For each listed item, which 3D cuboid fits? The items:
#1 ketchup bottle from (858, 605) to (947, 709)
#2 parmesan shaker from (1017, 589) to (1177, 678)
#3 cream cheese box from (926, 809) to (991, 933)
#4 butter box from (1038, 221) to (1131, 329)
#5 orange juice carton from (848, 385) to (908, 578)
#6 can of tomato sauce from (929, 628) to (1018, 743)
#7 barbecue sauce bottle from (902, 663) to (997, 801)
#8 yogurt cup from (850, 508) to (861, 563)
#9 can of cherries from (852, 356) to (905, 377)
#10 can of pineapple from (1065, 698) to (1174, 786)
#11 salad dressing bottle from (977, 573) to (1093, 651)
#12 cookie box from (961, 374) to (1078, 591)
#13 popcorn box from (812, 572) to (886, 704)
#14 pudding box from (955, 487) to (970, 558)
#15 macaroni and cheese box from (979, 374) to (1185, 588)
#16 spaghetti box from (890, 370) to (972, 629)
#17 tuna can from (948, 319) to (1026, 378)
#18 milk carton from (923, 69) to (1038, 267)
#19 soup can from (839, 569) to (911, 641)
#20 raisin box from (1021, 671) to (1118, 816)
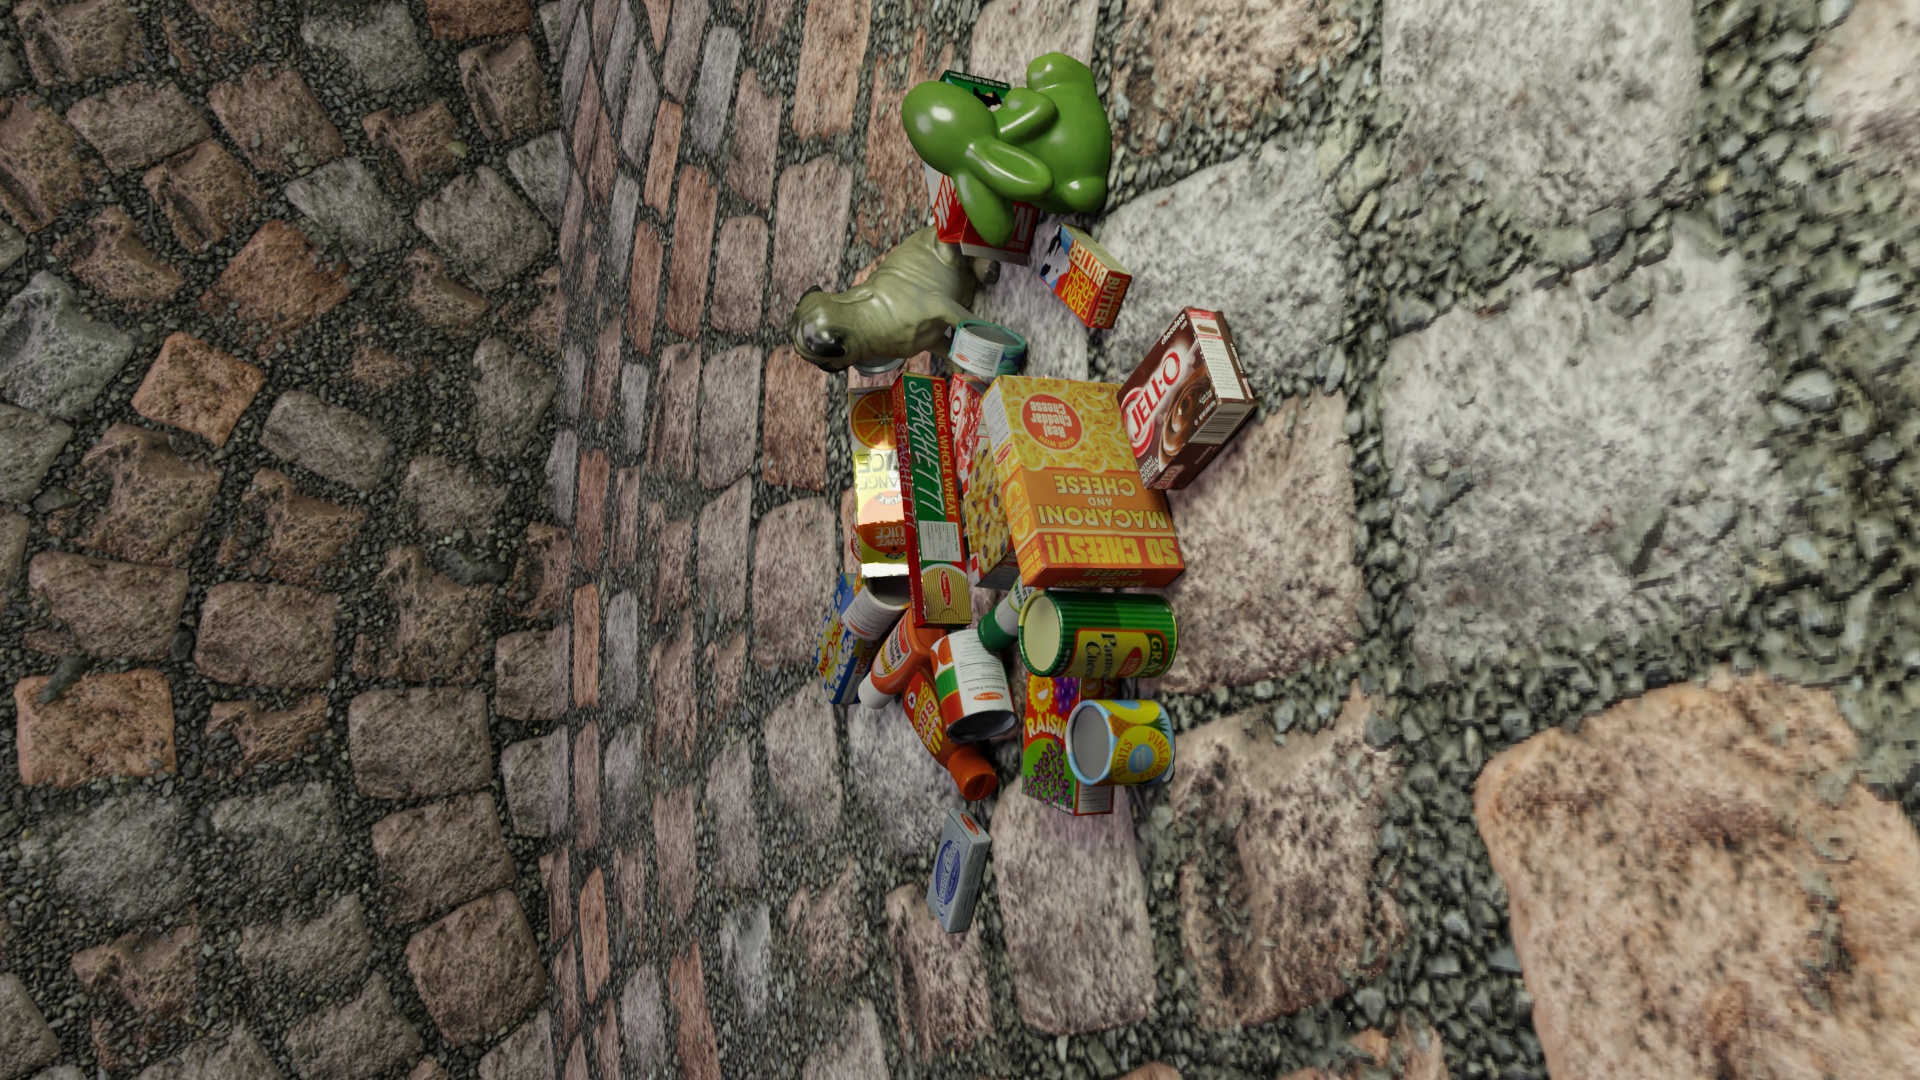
[{"bbox_3d":[-0.062,0.126,1.424,0.148,0.043,0.065,128,146,-48],"label":"ketchup bottle"},{"bbox_3d":[0.102,0.074,1.055,0.071,0.103,0.071,-10,79,62],"label":"parmesan shaker"},{"bbox_3d":[-0.002,0.313,1.312,0.053,0.024,0.103,43,124,56],"label":"cream cheese box"},{"bbox_3d":[0.103,-0.223,1.170,0.104,0.024,0.053,57,135,48],"label":"butter box"},{"bbox_3d":[-0.071,-0.055,1.399,0.072,0.072,0.193,92,173,-70],"label":"orange juice carton"},{"bbox_3d":[0.011,0.132,1.262,0.070,0.071,0.083,-52,43,47],"label":"can of tomato sauce"},{"bbox_3d":[-0.009,0.184,1.318,0.149,0.044,0.064,55,134,49],"label":"barbecue sauce bottle"},{"bbox_3d":[-0.084,-0.007,1.461,0.053,0.072,0.073,117,145,-51],"label":"yogurt cup"},{"bbox_3d":[-0.095,-0.221,1.498,0.071,0.071,0.058,-58,39,43],"label":"can of cherries"},{"bbox_3d":[0.122,0.154,1.058,0.071,0.058,0.071,-11,78,61],"label":"can of pineapple"},{"bbox_3d":[0.062,0.053,1.196,0.147,0.044,0.064,-45,41,52],"label":"salad dressing bottle"},{"bbox_3d":[0.059,-0.047,1.210,0.166,0.040,0.123,-47,41,51],"label":"cookie box"},{"bbox_3d":[-0.123,0.110,1.547,0.126,0.038,0.085,-66,33,34],"label":"popcorn box"},{"bbox_3d":[0.005,-0.017,1.328,0.083,0.030,0.050,-40,53,54],"label":"pudding box"},{"bbox_3d":[0.092,-0.044,1.065,0.040,0.124,0.167,129,136,-52],"label":"macaroni and cheese box"},{"bbox_3d":[-0.028,-0.039,1.304,0.028,0.050,0.251,-35,56,55],"label":"spaghetti box"},{"bbox_3d":[0.026,-0.176,1.271,0.071,0.071,0.032,52,131,51],"label":"tuna can"},{"bbox_3d":[0.017,-0.338,1.295,0.073,0.072,0.191,-46,47,51],"label":"milk carton"},{"bbox_3d":[-0.082,0.056,1.438,0.083,0.071,0.071,128,137,-56],"label":"soup can"},{"bbox_3d":[0.090,0.155,1.139,0.086,0.040,0.123,6,94,63],"label":"raisin box"}]
